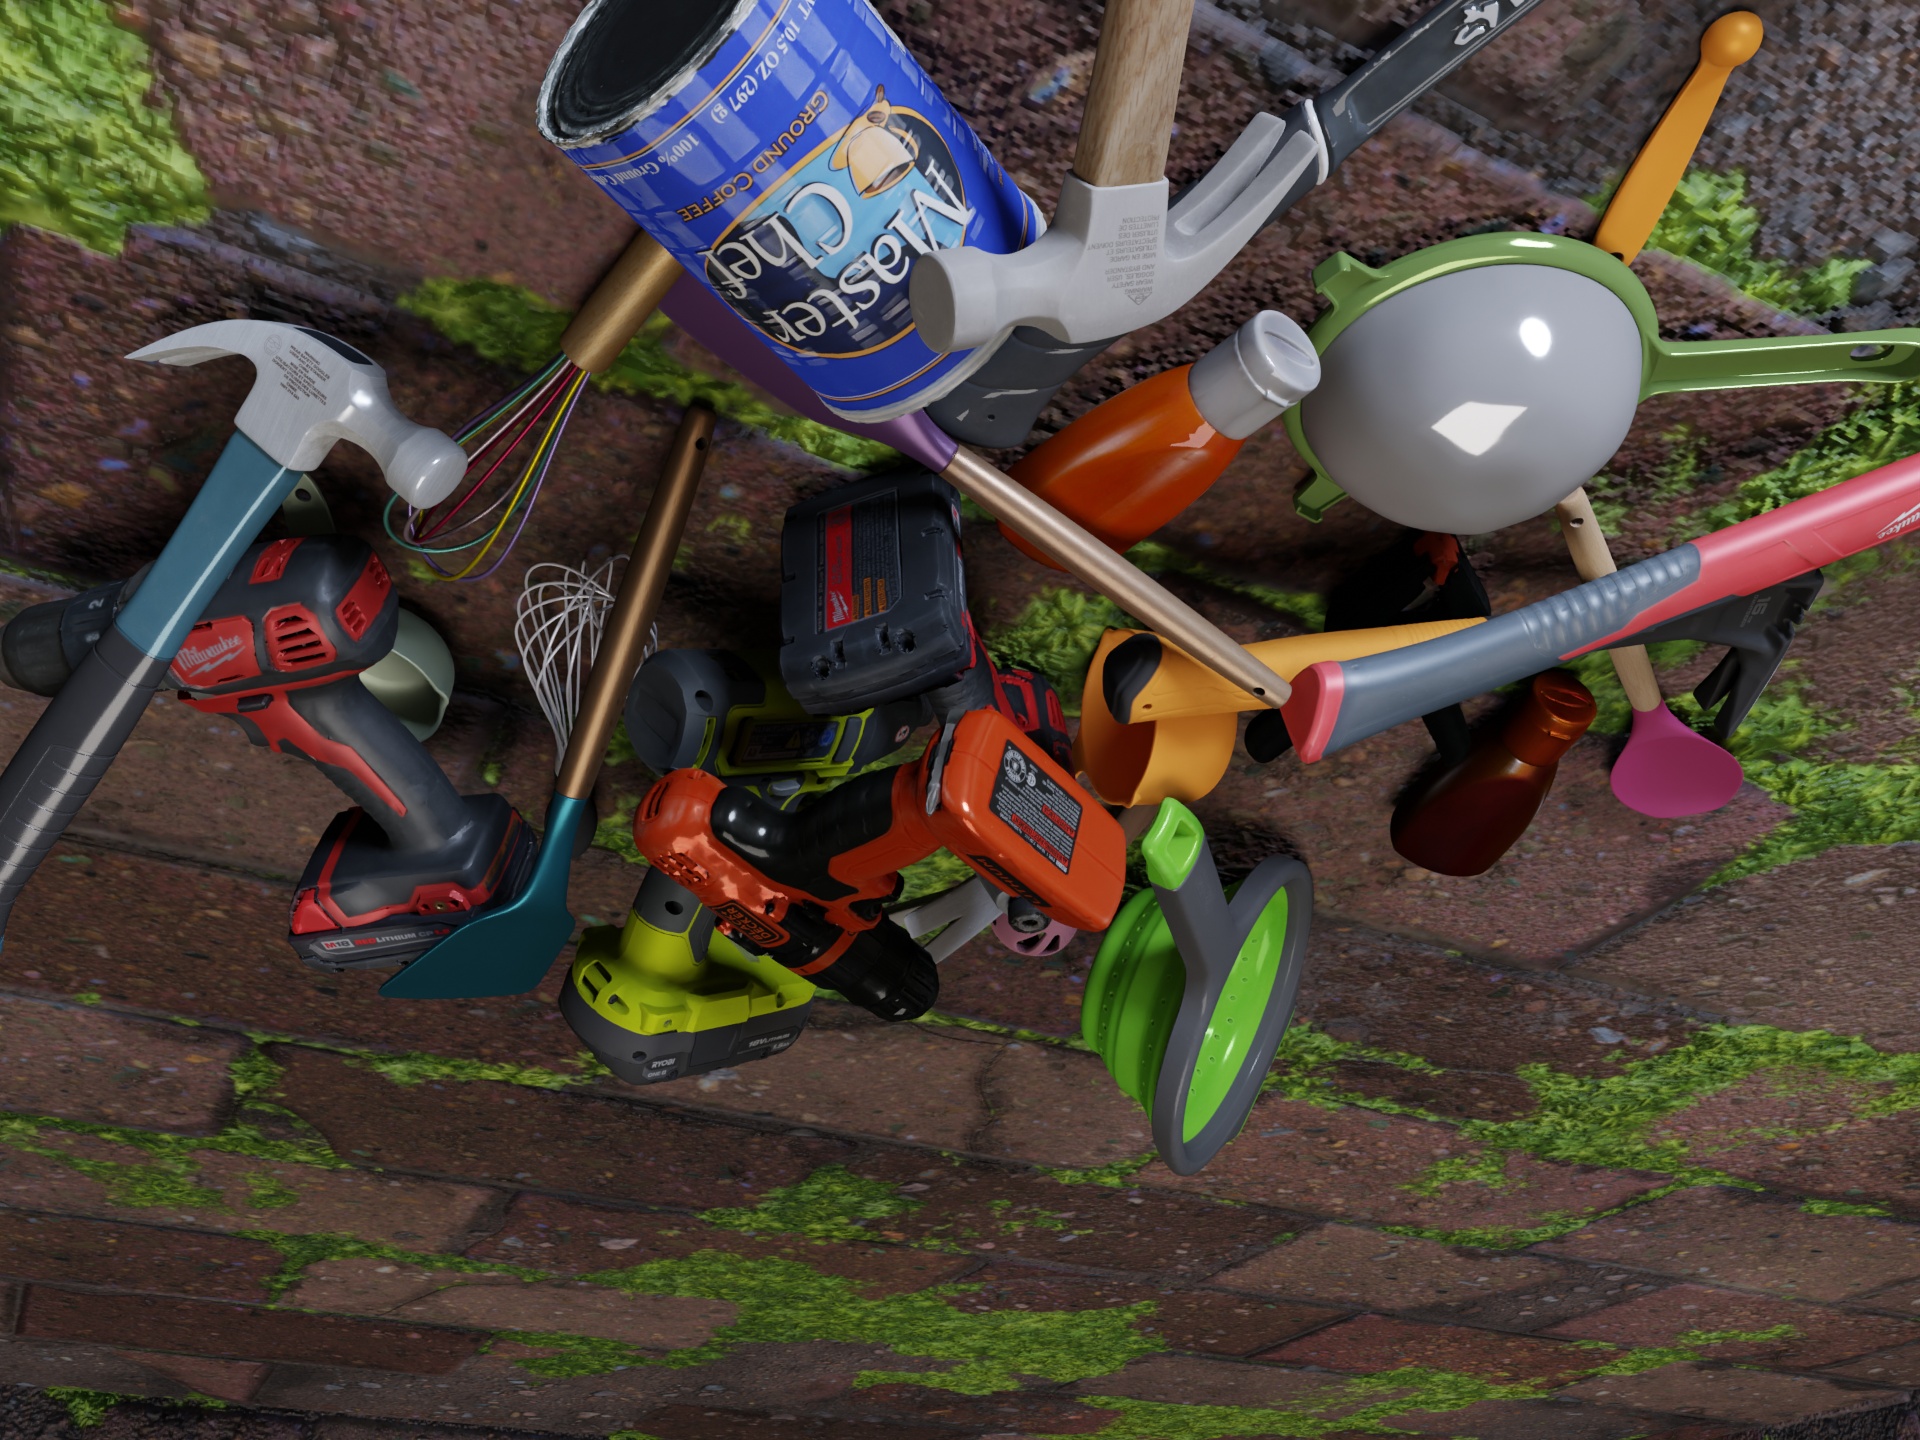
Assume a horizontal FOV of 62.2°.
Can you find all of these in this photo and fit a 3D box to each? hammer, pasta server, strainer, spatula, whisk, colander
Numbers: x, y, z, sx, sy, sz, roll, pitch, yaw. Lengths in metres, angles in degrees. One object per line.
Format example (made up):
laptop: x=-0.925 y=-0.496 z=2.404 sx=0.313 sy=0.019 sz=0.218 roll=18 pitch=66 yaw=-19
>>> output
hammer: x=-0.341 y=-0.023 z=0.654 sx=0.128 sy=0.033 sz=0.331 roll=42 pitch=104 yaw=4
hammer: x=0.134 y=-0.212 z=0.542 sx=0.149 sy=0.036 sz=0.409 roll=29 pitch=135 yaw=-34
pasta server: x=0.095 y=0.057 z=0.932 sx=0.060 sy=0.040 sz=0.316 roll=12 pitch=139 yaw=-18
hammer: x=-0.120 y=0.148 z=0.991 sx=0.359 sy=0.036 sz=0.149 roll=-20 pitch=-176 yaw=33
strainer: x=0.261 y=-0.120 z=0.637 sx=0.256 sy=0.069 sz=0.151 roll=-3 pitch=148 yaw=6
hammer: x=0.329 y=-0.056 z=0.692 sx=0.386 sy=0.038 sz=0.143 roll=-22 pitch=136 yaw=8
hammer: x=0.064 y=-0.255 z=0.420 sx=0.130 sy=0.031 sz=0.331 roll=-16 pitch=137 yaw=-26
spatula: x=-0.174 y=0.004 z=0.717 sx=0.082 sy=0.044 sz=0.317 roll=8 pitch=111 yaw=-44
spatula: x=0.017 y=-0.094 z=0.654 sx=0.315 sy=0.018 sz=0.059 roll=34 pitch=134 yaw=-17
whisk: x=-0.198 y=0.005 z=0.828 sx=0.070 sy=0.070 sz=0.284 roll=7 pitch=149 yaw=-12
hammer: x=0.232 y=-0.028 z=0.746 sx=0.337 sy=0.034 sz=0.127 roll=-6 pitch=136 yaw=-8
colander: x=0.117 y=0.131 z=0.924 sx=0.094 sy=0.204 sz=0.396 roll=20 pitch=159 yaw=26
whisk: x=-0.165 y=-0.137 z=0.639 sx=0.051 sy=0.047 sz=0.245 roll=26 pitch=132 yaw=-31

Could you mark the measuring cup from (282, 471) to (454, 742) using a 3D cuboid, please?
measuring cup: x=-0.287 y=-0.058 z=0.753 sx=0.083 sy=0.038 sz=0.167 roll=3 pitch=133 yaw=2

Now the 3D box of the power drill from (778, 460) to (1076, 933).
power drill: x=-0.001 y=-0.002 z=0.743 sx=0.078 sy=0.143 sz=0.219 roll=-17 pitch=140 yaw=16

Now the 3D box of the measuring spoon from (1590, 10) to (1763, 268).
measuring spoon: x=0.257 y=-0.202 z=0.579 sx=0.021 sy=0.011 sz=0.116 roll=3 pitch=145 yaw=-6

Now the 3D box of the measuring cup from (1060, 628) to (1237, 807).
measuring cup: x=0.088 y=0.016 z=0.829 sx=0.052 sy=0.095 sz=0.173 roll=2 pitch=155 yaw=-18

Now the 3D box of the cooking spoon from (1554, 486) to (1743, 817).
cooking spoon: x=0.352 y=-0.024 z=0.827 sx=0.069 sy=0.017 sz=0.318 roll=-13 pitch=144 yaw=27

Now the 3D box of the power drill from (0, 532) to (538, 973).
power drill: x=-0.322 y=0.018 z=0.751 sx=0.188 sy=0.080 sz=0.226 roll=-8 pitch=130 yaw=13

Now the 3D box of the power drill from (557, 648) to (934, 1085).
power drill: x=-0.107 y=0.067 z=0.810 sx=0.171 sy=0.080 sz=0.223 roll=-2 pitch=122 yaw=-45
